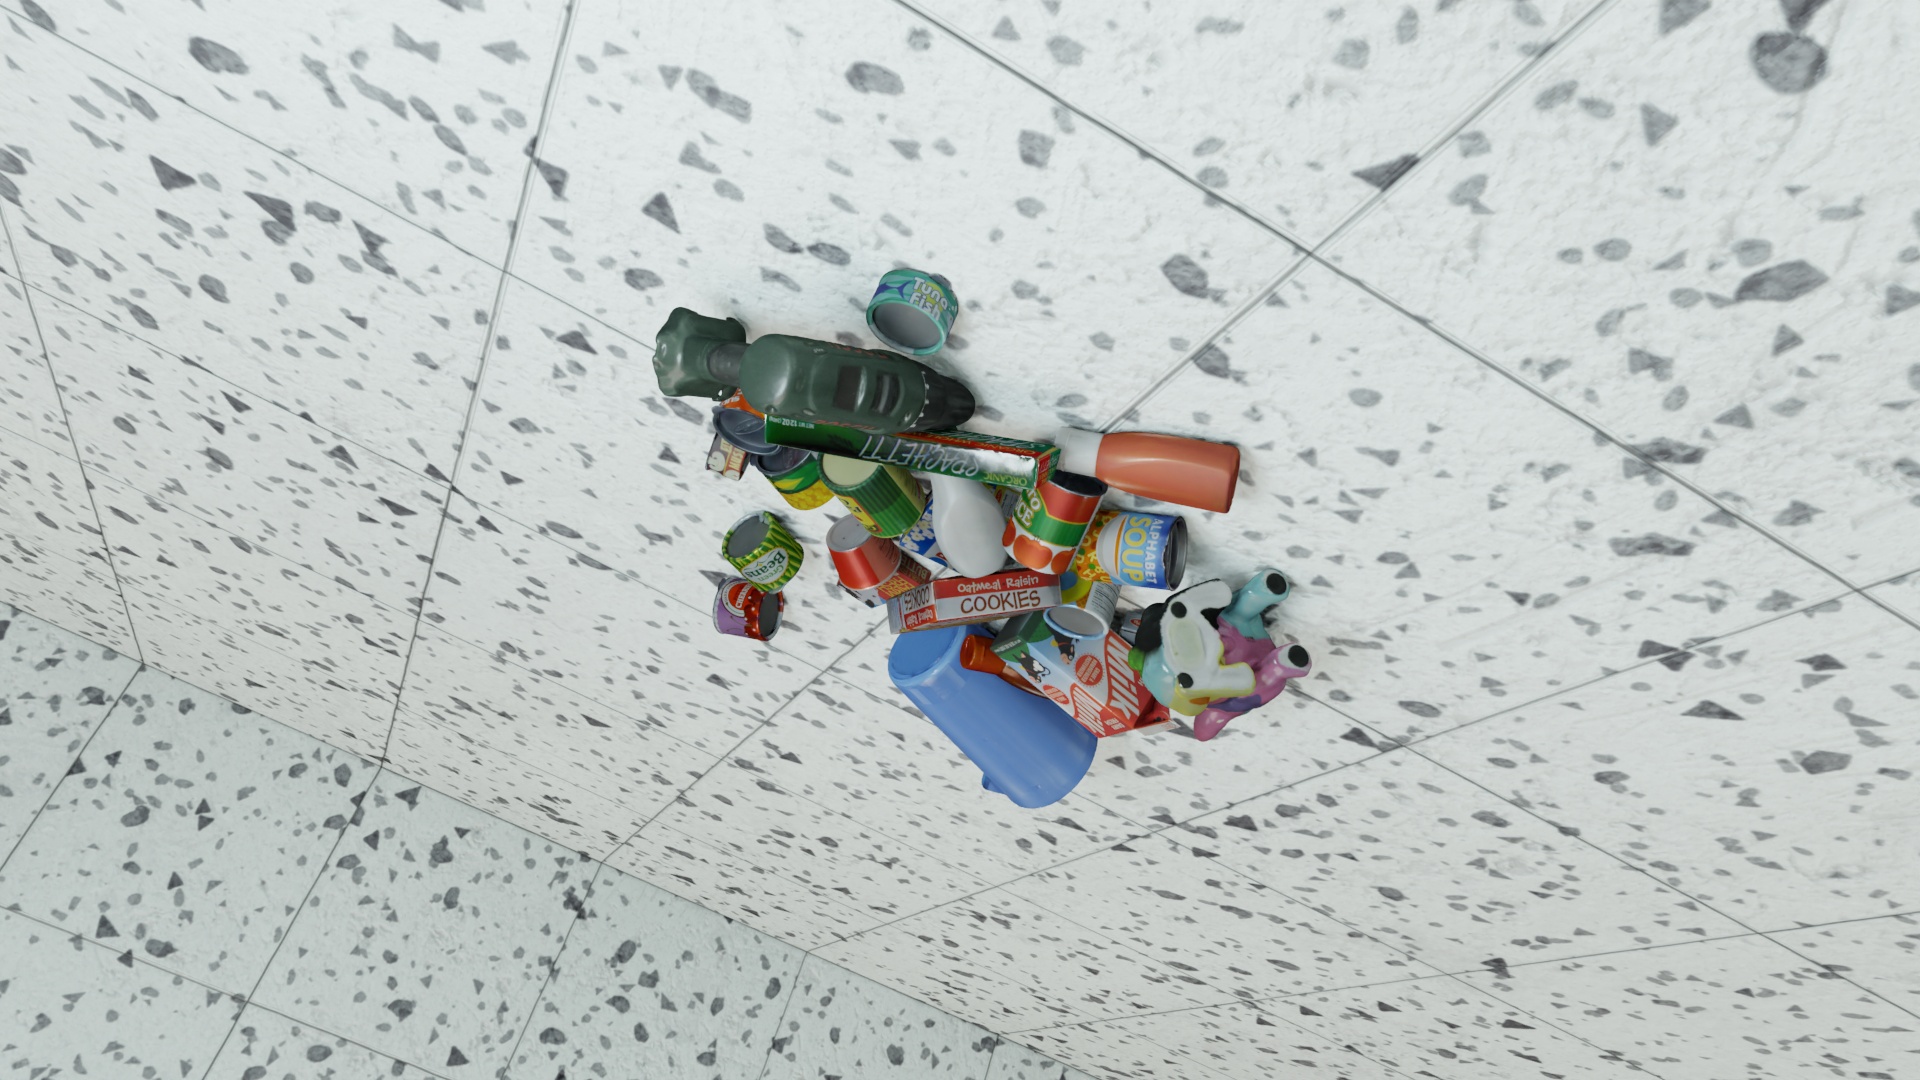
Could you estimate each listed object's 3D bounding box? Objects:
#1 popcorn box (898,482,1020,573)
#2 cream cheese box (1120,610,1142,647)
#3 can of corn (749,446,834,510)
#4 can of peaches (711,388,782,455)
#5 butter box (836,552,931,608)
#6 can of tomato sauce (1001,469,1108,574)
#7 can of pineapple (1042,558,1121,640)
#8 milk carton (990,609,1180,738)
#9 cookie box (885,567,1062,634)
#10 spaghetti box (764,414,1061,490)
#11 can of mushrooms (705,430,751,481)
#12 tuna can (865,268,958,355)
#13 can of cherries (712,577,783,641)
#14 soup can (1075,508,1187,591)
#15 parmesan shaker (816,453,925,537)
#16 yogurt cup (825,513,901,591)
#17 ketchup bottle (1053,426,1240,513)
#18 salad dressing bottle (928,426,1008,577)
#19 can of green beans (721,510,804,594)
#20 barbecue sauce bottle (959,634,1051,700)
[{"bbox_3d":[0.005,-0.016,1.304,0.085,0.038,0.126,25,150,-11],"label":"popcorn box"},{"bbox_3d":[0.189,0.112,1.418,0.053,0.024,0.103,16,150,11],"label":"cream cheese box"},{"bbox_3d":[-0.149,-0.069,1.281,0.071,0.071,0.058,0,145,31],"label":"can of corn"},{"bbox_3d":[-0.180,-0.119,1.227,0.071,0.058,0.071,16,150,9],"label":"can of peaches"},{"bbox_3d":[-0.081,0.041,1.466,0.053,0.024,0.103,35,148,-25],"label":"butter box"},{"bbox_3d":[0.078,-0.023,1.184,0.071,0.071,0.082,21,119,-2],"label":"can of tomato sauce"},{"bbox_3d":[0.116,0.055,1.335,0.071,0.058,0.070,15,150,9],"label":"can of pineapple"},{"bbox_3d":[0.133,0.134,1.396,0.190,0.074,0.072,40,154,-8],"label":"milk carton"},{"bbox_3d":[0.010,0.057,1.324,0.123,0.040,0.167,-7,174,-18],"label":"cookie box"},{"bbox_3d":[-0.043,-0.079,1.149,0.250,0.050,0.028,11,109,21],"label":"spaghetti box"},{"bbox_3d":[-0.209,-0.090,1.282,0.033,0.071,0.070,21,150,-3],"label":"can of mushrooms"},{"bbox_3d":[-0.036,-0.176,1.069,0.071,0.033,0.070,15,151,9],"label":"tuna can"},{"bbox_3d":[-0.242,0.077,1.582,0.058,0.072,0.071,9,148,19],"label":"can of cherries"},{"bbox_3d":[0.150,0.007,1.223,0.084,0.072,0.071,6,147,24],"label":"soup can"},{"bbox_3d":[-0.081,-0.055,1.249,0.071,0.071,0.103,7,159,23],"label":"parmesan shaker"},{"bbox_3d":[-0.099,0.009,1.386,0.072,0.073,0.053,2,138,29],"label":"yogurt cup"},{"bbox_3d":[0.150,-0.062,1.134,0.149,0.044,0.064,12,148,15],"label":"ketchup bottle"},{"bbox_3d":[-0.002,-0.041,1.211,0.064,0.044,0.147,-22,112,-4],"label":"salad dressing bottle"},{"bbox_3d":[-0.207,0.011,1.451,0.071,0.071,0.057,-3,142,35],"label":"can of green beans"},{"bbox_3d":[0.073,0.128,1.440,0.148,0.065,0.043,14,167,-24],"label":"barbecue sauce bottle"}]
